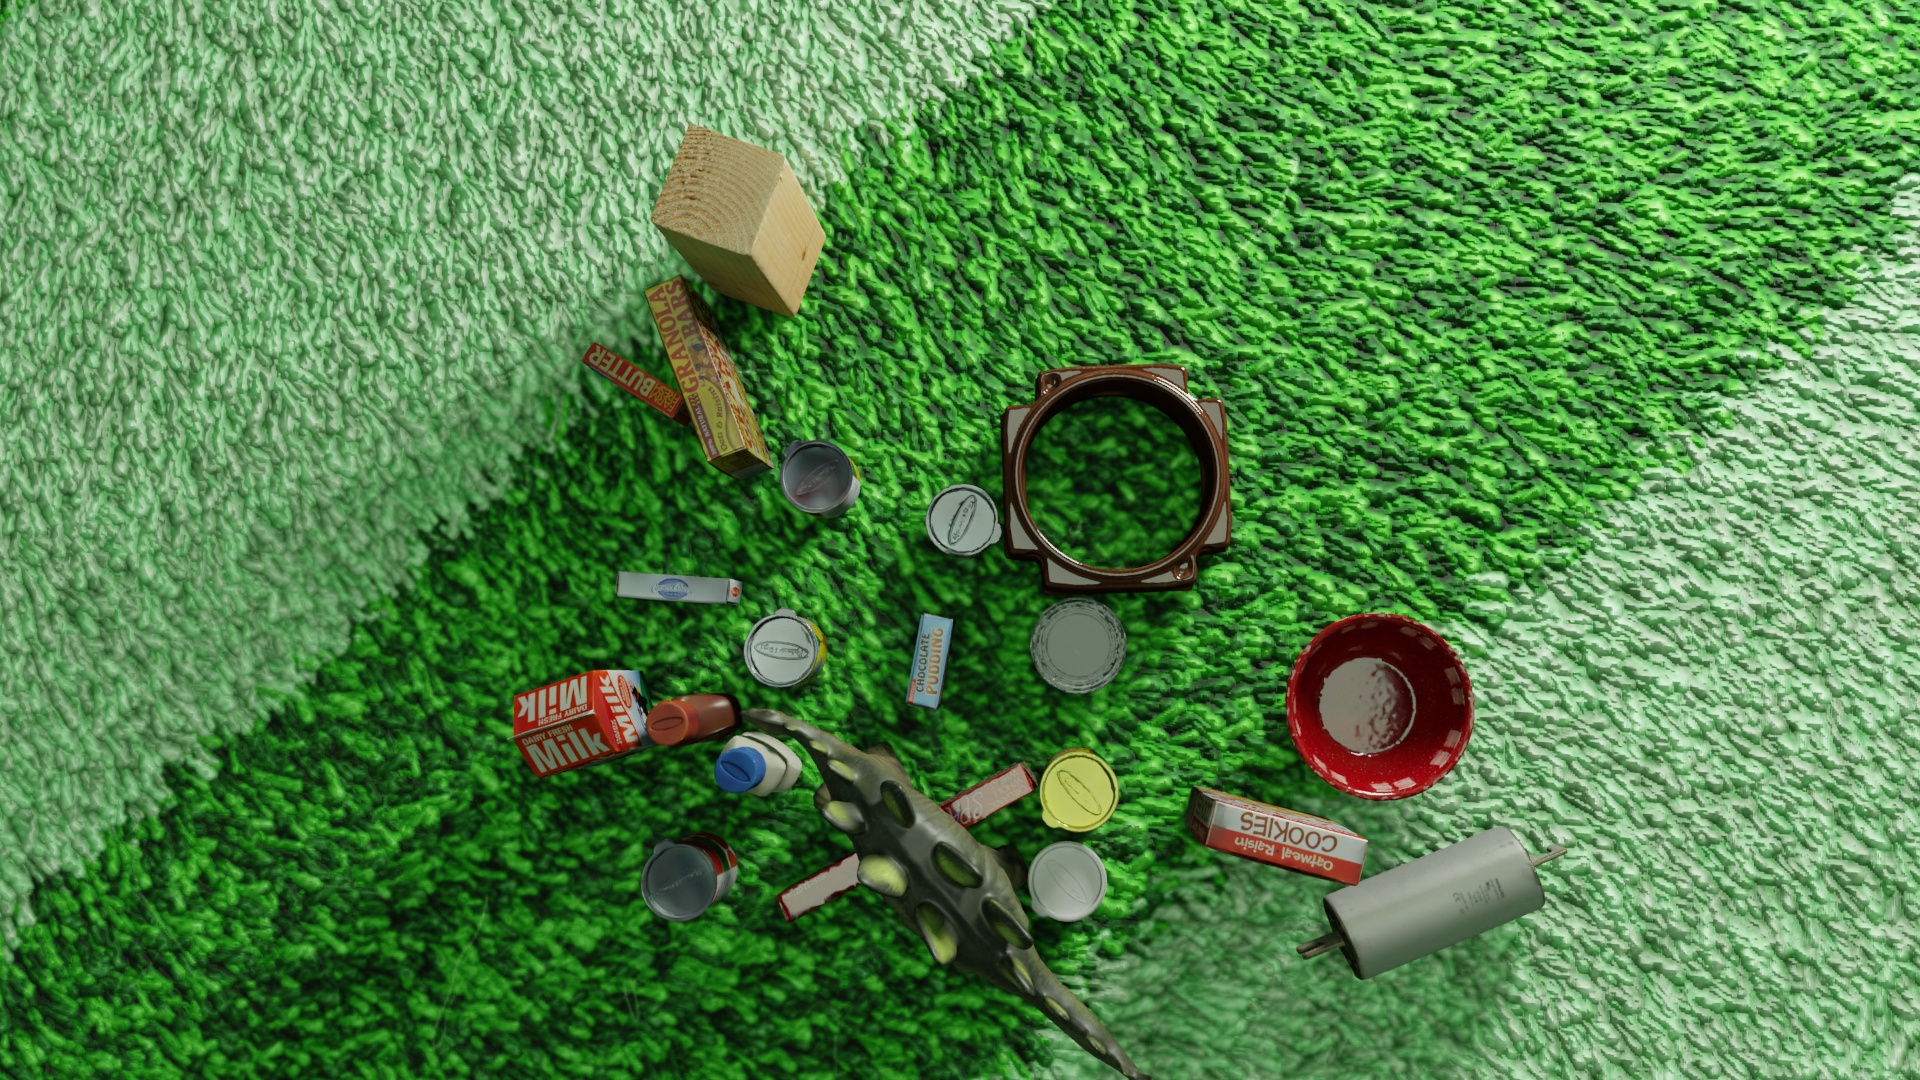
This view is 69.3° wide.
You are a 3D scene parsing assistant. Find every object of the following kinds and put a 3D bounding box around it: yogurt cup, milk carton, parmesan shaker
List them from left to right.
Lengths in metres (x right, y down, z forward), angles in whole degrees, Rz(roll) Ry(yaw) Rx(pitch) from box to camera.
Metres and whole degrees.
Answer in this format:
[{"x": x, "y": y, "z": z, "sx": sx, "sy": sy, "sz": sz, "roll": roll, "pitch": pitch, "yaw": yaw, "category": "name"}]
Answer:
[{"x": -0.321, "y": 0.155, "z": 1.191, "sx": 0.072, "sy": 0.190, "sz": 0.073, "roll": -18, "pitch": 84, "yaw": 2, "category": "milk carton"}, {"x": 0.093, "y": 0.296, "z": 1.220, "sx": 0.072, "sy": 0.054, "sz": 0.072, "roll": 0, "pitch": 84, "yaw": 3, "category": "yogurt cup"}, {"x": 0.100, "y": 0.215, "z": 1.204, "sx": 0.071, "sy": 0.103, "sz": 0.071, "roll": 0, "pitch": 84, "yaw": 3, "category": "parmesan shaker"}]

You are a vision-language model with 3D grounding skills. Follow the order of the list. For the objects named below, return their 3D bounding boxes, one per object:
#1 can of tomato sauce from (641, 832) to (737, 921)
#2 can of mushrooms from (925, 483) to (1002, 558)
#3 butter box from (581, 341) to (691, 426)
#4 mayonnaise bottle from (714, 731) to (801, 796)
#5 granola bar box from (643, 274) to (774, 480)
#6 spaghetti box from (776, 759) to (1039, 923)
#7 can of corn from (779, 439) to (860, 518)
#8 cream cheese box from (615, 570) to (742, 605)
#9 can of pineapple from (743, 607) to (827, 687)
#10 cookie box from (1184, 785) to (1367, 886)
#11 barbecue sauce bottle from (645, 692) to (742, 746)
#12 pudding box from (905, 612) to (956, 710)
[{"x": -0.239, "y": 0.294, "z": 1.225, "sx": 0.071, "sy": 0.083, "sz": 0.071, "roll": 0, "pitch": 84, "yaw": 3, "category": "can of tomato sauce"}, {"x": 0.005, "y": -0.016, "z": 1.269, "sx": 0.071, "sy": 0.033, "sz": 0.071, "roll": 0, "pitch": 84, "yaw": 3, "category": "can of mushrooms"}, {"x": -0.297, "y": -0.145, "z": 1.291, "sx": 0.103, "sy": 0.053, "sz": 0.024, "roll": 32, "pitch": 87, "yaw": 6, "category": "butter box"}, {"x": -0.179, "y": 0.194, "z": 1.200, "sx": 0.065, "sy": 0.148, "sz": 0.041, "roll": 32, "pitch": 87, "yaw": 6, "category": "mayonnaise bottle"}, {"x": -0.225, "y": -0.142, "z": 1.250, "sx": 0.039, "sy": 0.124, "sz": 0.165, "roll": -22, "pitch": 83, "yaw": 1, "category": "granola bar box"}, {"x": -0.045, "y": 0.265, "z": 1.234, "sx": 0.250, "sy": 0.050, "sz": 0.029, "roll": -29, "pitch": 83, "yaw": 0, "category": "spaghetti box"}, {"x": -0.129, "y": -0.057, "z": 1.269, "sx": 0.071, "sy": 0.058, "sz": 0.071, "roll": 0, "pitch": 84, "yaw": 3, "category": "can of corn"}, {"x": -0.256, "y": 0.044, "z": 1.268, "sx": 0.104, "sy": 0.053, "sz": 0.024, "roll": 4, "pitch": 85, "yaw": 4, "category": "cream cheese box"}, {"x": -0.156, "y": 0.098, "z": 1.254, "sx": 0.071, "sy": 0.058, "sz": 0.071, "roll": 0, "pitch": 84, "yaw": 3, "category": "can of pineapple"}, {"x": 0.258, "y": 0.244, "z": 1.159, "sx": 0.123, "sy": 0.167, "sz": 0.040, "roll": 13, "pitch": 86, "yaw": 5, "category": "cookie box"}, {"x": -0.236, "y": 0.156, "z": 1.207, "sx": 0.065, "sy": 0.148, "sz": 0.043, "roll": -14, "pitch": 84, "yaw": 2, "category": "barbecue sauce bottle"}, {"x": -0.027, "y": 0.108, "z": 1.249, "sx": 0.030, "sy": 0.049, "sz": 0.083, "roll": 10, "pitch": 85, "yaw": 4, "category": "pudding box"}]
